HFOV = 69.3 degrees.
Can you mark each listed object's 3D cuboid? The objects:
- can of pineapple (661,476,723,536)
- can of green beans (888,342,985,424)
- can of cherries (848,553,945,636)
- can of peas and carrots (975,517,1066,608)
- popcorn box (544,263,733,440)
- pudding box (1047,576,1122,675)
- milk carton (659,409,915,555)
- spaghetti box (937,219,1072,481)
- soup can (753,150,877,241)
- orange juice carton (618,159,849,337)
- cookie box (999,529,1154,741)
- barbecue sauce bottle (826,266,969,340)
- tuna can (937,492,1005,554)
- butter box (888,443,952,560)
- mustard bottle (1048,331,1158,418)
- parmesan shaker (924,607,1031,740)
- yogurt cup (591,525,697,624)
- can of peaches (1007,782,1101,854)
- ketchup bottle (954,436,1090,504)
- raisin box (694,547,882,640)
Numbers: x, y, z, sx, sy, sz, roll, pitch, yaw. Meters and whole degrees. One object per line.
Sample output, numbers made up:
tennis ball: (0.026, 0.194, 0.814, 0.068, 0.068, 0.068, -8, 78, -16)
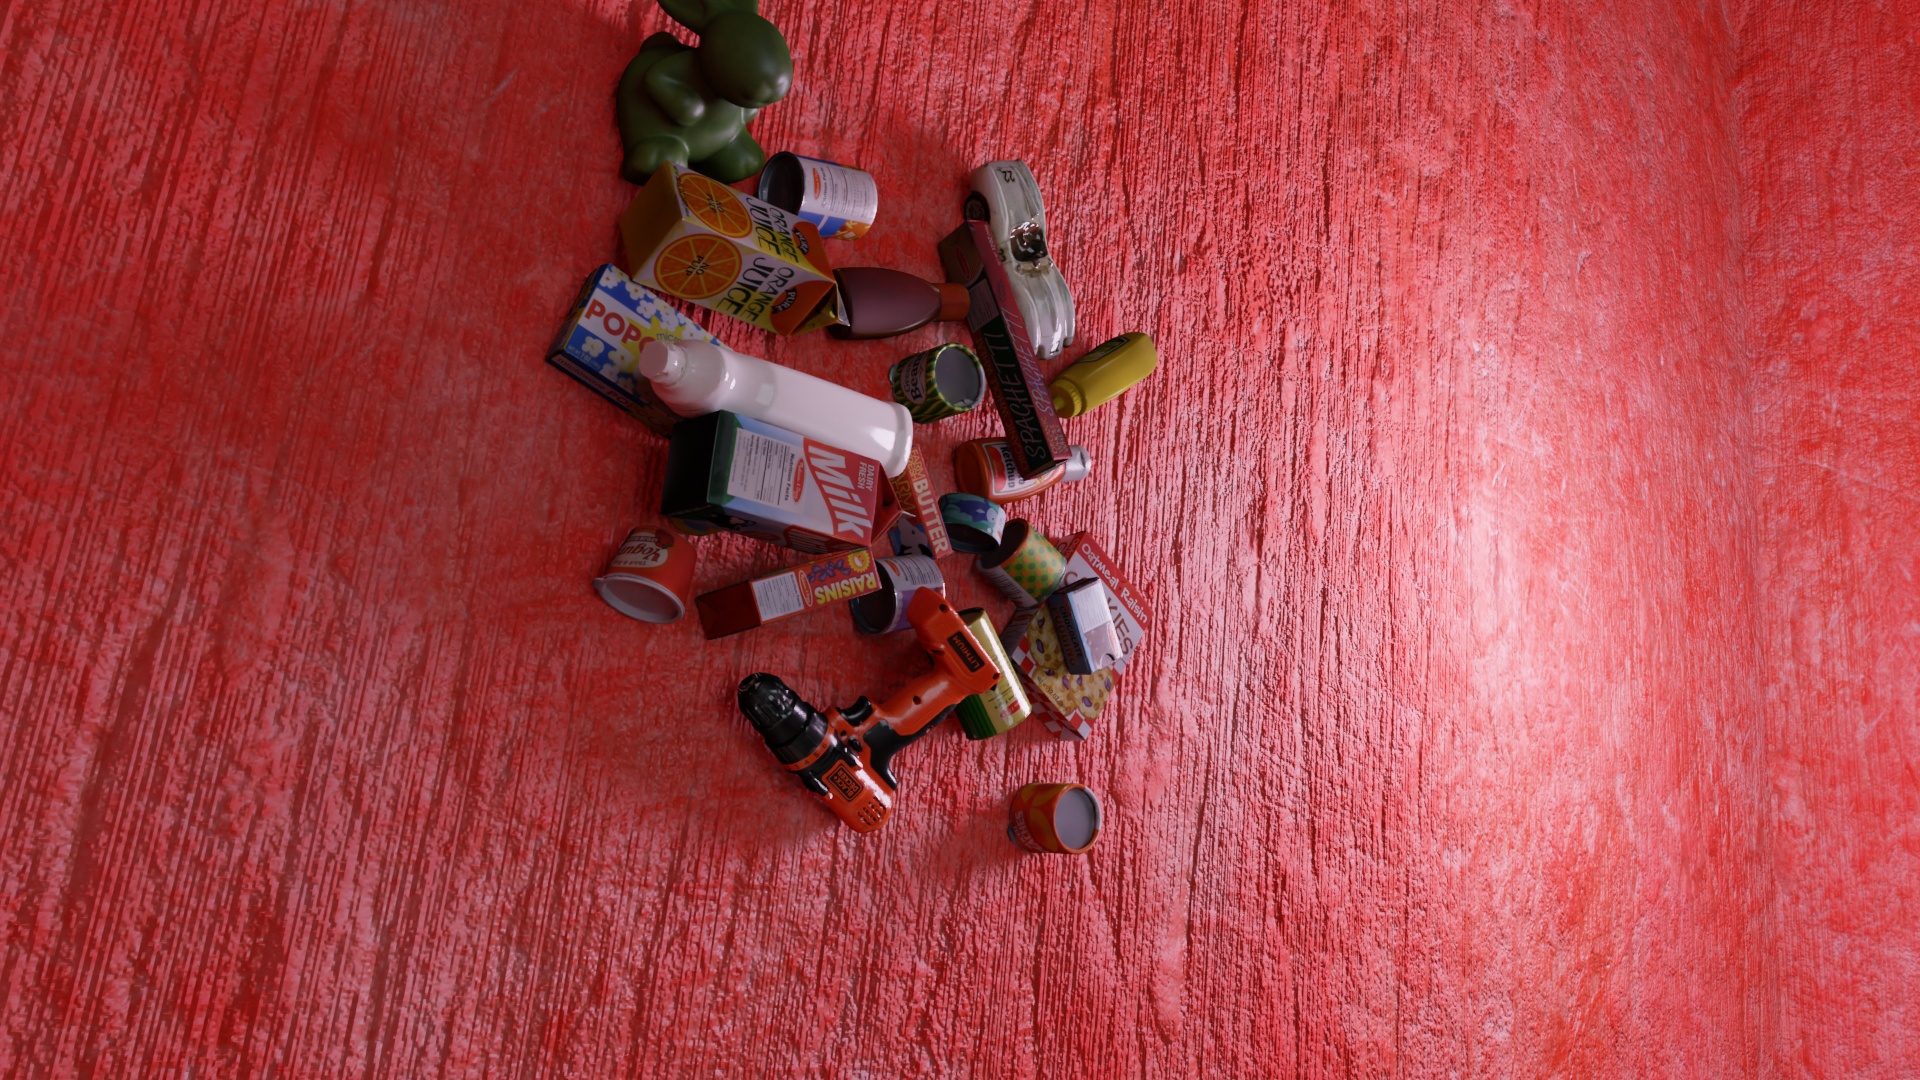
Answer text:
can of pineapple: (-0.195, -0.038, 1.109, 0.071, 0.057, 0.071, 8, 78, -40)
can of green beans: (-0.019, -0.145, 1.279, 0.071, 0.057, 0.071, 8, 77, -39)
can of cherries: (-0.056, 0.048, 1.211, 0.058, 0.071, 0.071, -6, 87, -42)
can of peas and carrots: (0.058, 0.019, 1.311, 0.058, 0.071, 0.071, 43, 58, -26)
popcorn box: (-0.251, -0.146, 1.094, 0.126, 0.038, 0.085, 35, 61, -31)
pudding box: (0.118, 0.082, 1.321, 0.050, 0.030, 0.083, -22, 97, -41)
milk carton: (-0.129, -0.037, 1.079, 0.190, 0.072, 0.073, 16, 73, -38)
spaghetti box: (0.041, -0.179, 1.312, 0.029, 0.050, 0.250, -12, 79, -41)
soup can: (-0.126, -0.298, 1.210, 0.084, 0.071, 0.071, -2, 84, -45)
orange juice carton: (-0.172, -0.229, 1.135, 0.193, 0.072, 0.072, 15, 43, -42)
cookie box: (0.112, 0.092, 1.361, 0.122, 0.040, 0.168, 49, 55, -23)
barbecue sauce bottle: (-0.057, -0.217, 1.270, 0.149, 0.043, 0.065, -10, 90, -42)
tuna can: (0.005, -0.016, 1.274, 0.071, 0.071, 0.033, 30, 63, -33)
butter box: (-0.046, -0.031, 1.239, 0.024, 0.053, 0.103, -22, 97, -43)
mustard bottle: (0.133, -0.162, 1.410, 0.161, 0.065, 0.048, -35, 110, -35)
parmesan shaker: (0.015, 0.119, 1.257, 0.071, 0.071, 0.103, -34, 104, -39)
yogurt cup: (-0.236, 0.025, 1.061, 0.072, 0.072, 0.054, 37, 53, -30)
can of peaches: (0.088, 0.261, 1.299, 0.071, 0.058, 0.071, 8, 77, -40)
ketchup bottle: (0.063, -0.070, 1.346, 0.149, 0.043, 0.064, -8, 85, -42)
raisin box: (-0.138, 0.042, 1.125, 0.124, 0.086, 0.040, -15, 88, -41)
